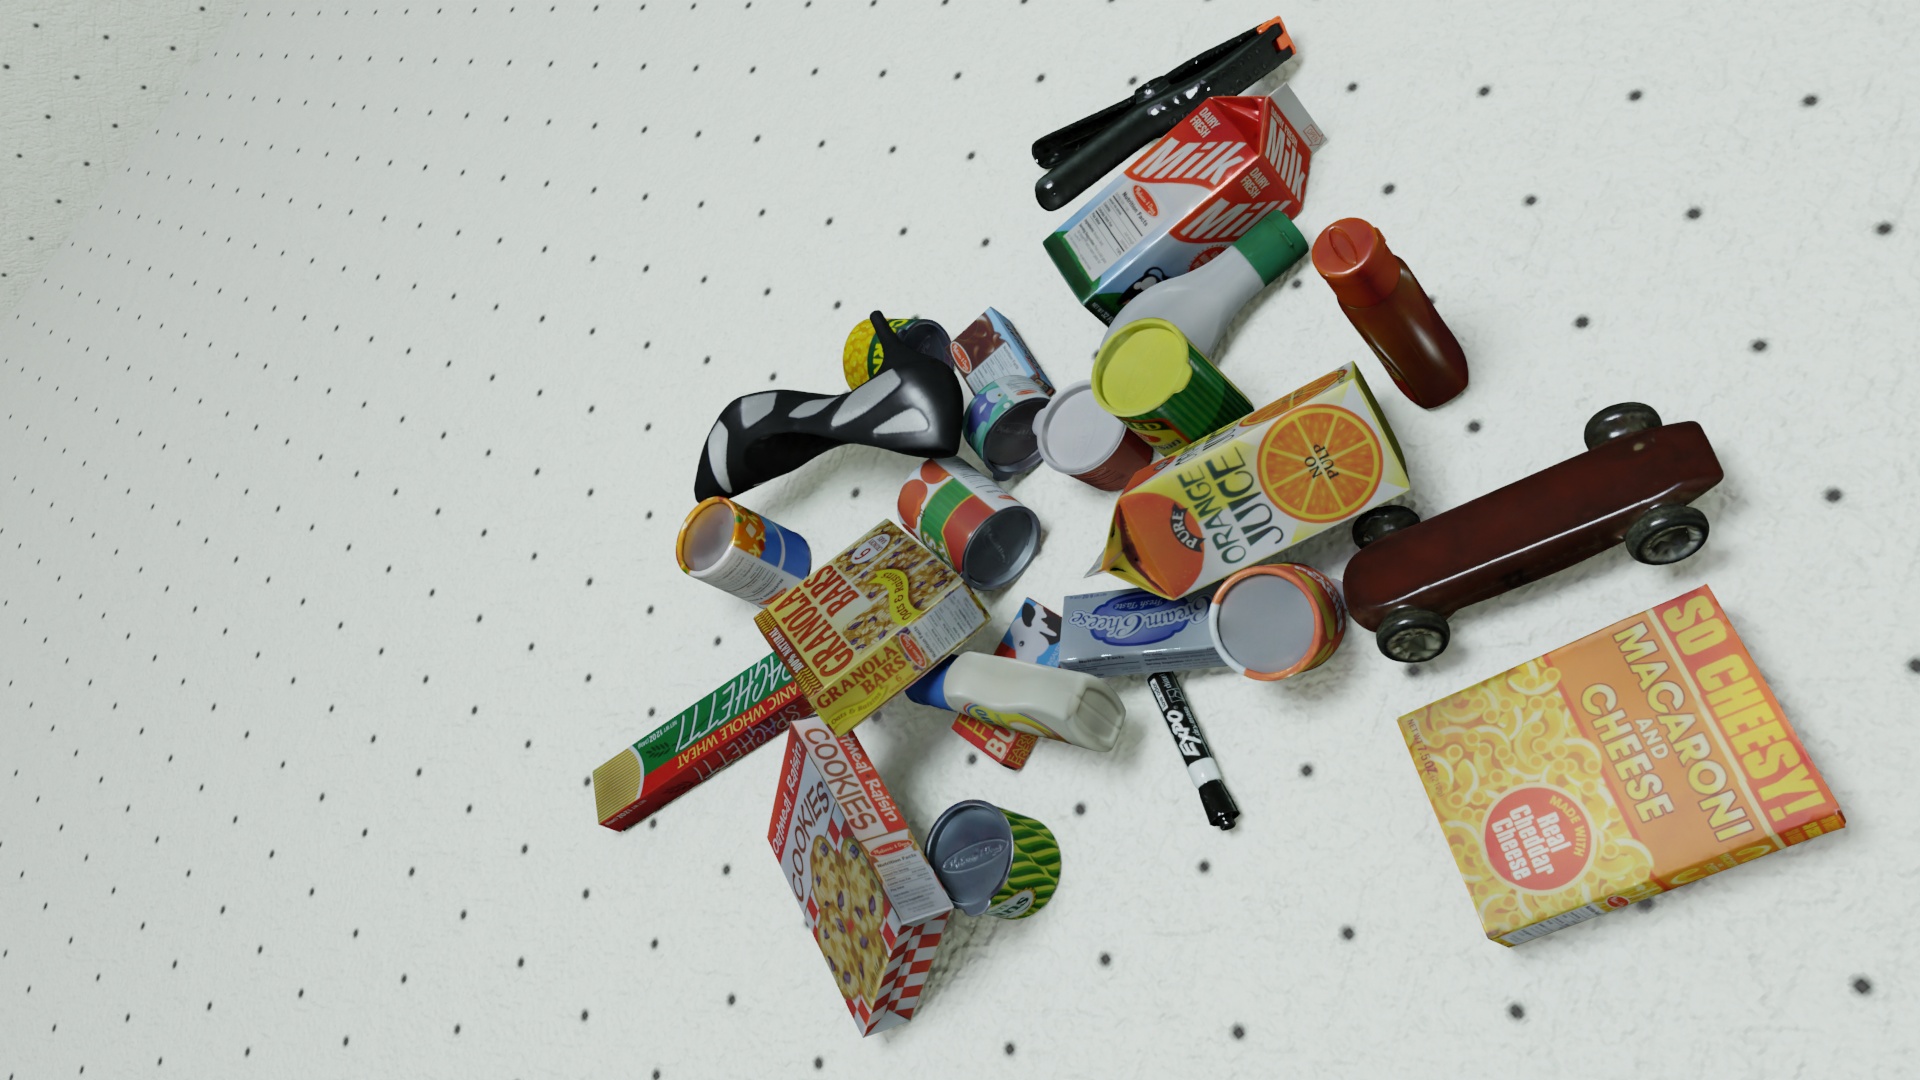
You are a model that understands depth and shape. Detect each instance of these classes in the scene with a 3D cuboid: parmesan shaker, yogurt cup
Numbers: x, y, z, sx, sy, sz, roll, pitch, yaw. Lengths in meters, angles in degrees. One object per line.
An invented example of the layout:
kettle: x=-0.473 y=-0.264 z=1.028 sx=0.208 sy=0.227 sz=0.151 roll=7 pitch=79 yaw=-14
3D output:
parmesan shaker: x=0.138 y=-0.087 z=0.877 sx=0.071 sy=0.103 sz=0.071 roll=-16 pitch=61 yaw=31
yogurt cup: x=0.093 y=-0.067 z=0.934 sx=0.072 sy=0.054 sz=0.072 roll=-15 pitch=62 yaw=31

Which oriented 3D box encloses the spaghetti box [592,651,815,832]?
spaghetti box: x=-0.184 y=0.144 z=1.061 sx=0.249 sy=0.028 sz=0.050 roll=-33 pitch=53 yaw=20

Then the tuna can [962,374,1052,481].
tuna can: x=0.035 y=-0.079 z=0.976 sx=0.071 sy=0.071 sz=0.033 roll=-47 pitch=50 yaw=10

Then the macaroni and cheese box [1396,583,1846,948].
macaroni and cheese box: x=0.321 y=0.113 z=0.692 sx=0.166 sy=0.040 sz=0.124 roll=-30 pitch=55 yaw=23

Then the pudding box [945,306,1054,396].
pudding box: x=0.029 y=-0.127 z=1.025 sx=0.049 sy=0.030 sz=0.084 roll=-42 pitch=51 yaw=16

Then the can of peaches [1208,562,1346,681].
can of peaches: x=0.184 y=0.045 z=0.800 sx=0.071 sy=0.058 sz=0.071 roll=0 pitch=91 yaw=28

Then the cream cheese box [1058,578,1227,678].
cream cheese box: x=0.114 y=0.056 z=0.860 sx=0.104 sy=0.024 sz=0.054 roll=-8 pitch=49 yaw=19

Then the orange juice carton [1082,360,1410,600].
orange juice carton: x=0.162 y=-0.027 z=0.828 sx=0.192 sy=0.072 sz=0.073 roll=-27 pitch=97 yaw=20

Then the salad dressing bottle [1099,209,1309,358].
salad dressing bottle: x=0.163 y=-0.159 z=0.925 sx=0.147 sy=0.064 sz=0.044 roll=-39 pitch=8 yaw=8

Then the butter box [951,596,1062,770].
butter box: x=0.041 y=0.095 z=0.919 sx=0.053 sy=0.024 sz=0.103 roll=29 pitch=88 yaw=42

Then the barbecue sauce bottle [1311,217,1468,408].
barbecue sauce bottle: x=0.244 y=-0.131 z=0.789 sx=0.043 sy=0.148 sz=0.065 roll=-33 pitch=54 yaw=20

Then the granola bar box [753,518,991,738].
granola bar box: x=-0.064 y=0.054 z=0.941 sx=0.124 sy=0.039 sz=0.166 roll=-37 pitch=24 yaw=-8

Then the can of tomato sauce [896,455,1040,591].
can of tomato sauce: x=0.003 y=-0.012 z=0.968 sx=0.071 sy=0.071 sz=0.083 roll=-54 pitch=48 yaw=4

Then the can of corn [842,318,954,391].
can of corn: x=-0.049 y=-0.138 z=1.061 sx=0.058 sy=0.071 sz=0.071 roll=9 pitch=75 yaw=40

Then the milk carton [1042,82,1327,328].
milk carton: x=0.159 y=-0.227 z=0.947 sx=0.190 sy=0.072 sz=0.074 roll=-39 pitch=52 yaw=17

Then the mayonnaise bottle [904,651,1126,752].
mayonnaise bottle: x=0.028 y=0.097 z=0.871 sx=0.148 sy=0.064 sz=0.041 roll=6 pitch=66 yaw=42

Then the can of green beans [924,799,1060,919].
can of green beans: x=0.020 y=0.199 z=0.864 sx=0.071 sy=0.058 sz=0.071 roll=-16 pitch=61 yaw=31

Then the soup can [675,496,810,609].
soup can: x=-0.168 y=0.008 z=1.074 sx=0.071 sy=0.083 sz=0.071 roll=-16 pitch=61 yaw=31

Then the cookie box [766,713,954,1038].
cookie box: x=-0.070 y=0.212 z=0.899 sx=0.168 sy=0.040 sz=0.122 roll=54 pitch=141 yaw=39
